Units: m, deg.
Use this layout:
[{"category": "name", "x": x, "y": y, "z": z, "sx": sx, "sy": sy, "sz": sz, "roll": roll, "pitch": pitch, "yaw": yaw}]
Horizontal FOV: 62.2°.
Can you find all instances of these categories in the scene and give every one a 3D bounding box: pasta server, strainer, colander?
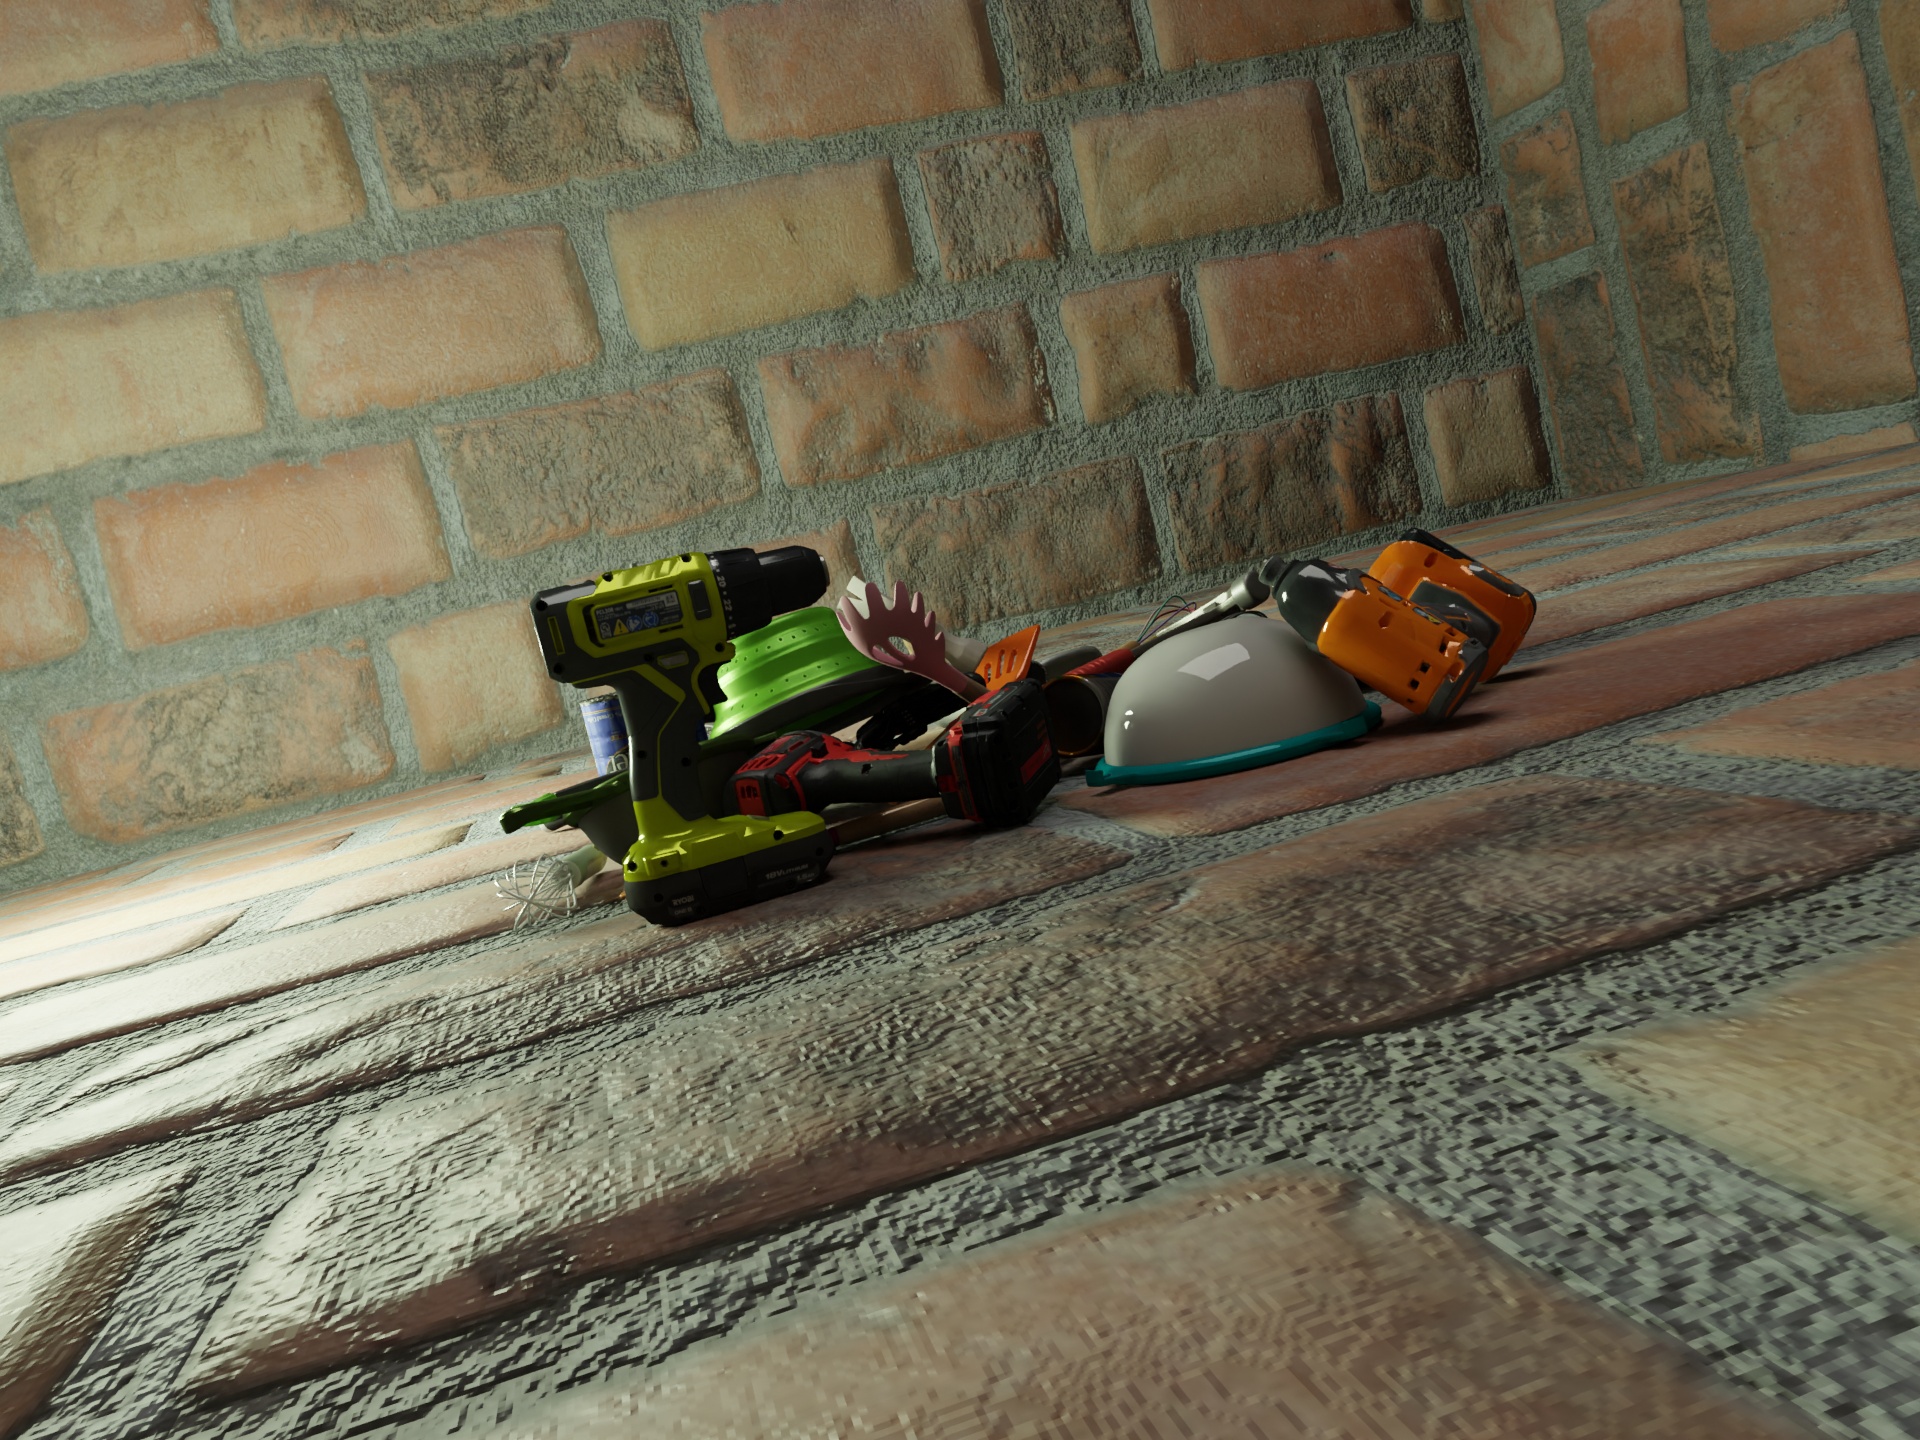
[{"category": "pasta server", "x": 0.011, "y": -0.026, "z": 1.200, "sx": 0.060, "sy": 0.040, "sz": 0.316, "roll": -25, "pitch": -29, "yaw": 22}, {"category": "strainer", "x": -0.231, "y": 0.074, "z": 1.131, "sx": 0.151, "sy": 0.069, "sz": 0.256, "roll": -27, "pitch": -5, "yaw": 22}, {"category": "colander", "x": -0.202, "y": -0.013, "z": 1.300, "sx": 0.397, "sy": 0.094, "sz": 0.204, "roll": -20, "pitch": -6, "yaw": -38}, {"category": "strainer", "x": 0.209, "y": -0.035, "z": 1.223, "sx": 0.211, "sy": 0.095, "sz": 0.340, "roll": -12, "pitch": 7, "yaw": 17}]

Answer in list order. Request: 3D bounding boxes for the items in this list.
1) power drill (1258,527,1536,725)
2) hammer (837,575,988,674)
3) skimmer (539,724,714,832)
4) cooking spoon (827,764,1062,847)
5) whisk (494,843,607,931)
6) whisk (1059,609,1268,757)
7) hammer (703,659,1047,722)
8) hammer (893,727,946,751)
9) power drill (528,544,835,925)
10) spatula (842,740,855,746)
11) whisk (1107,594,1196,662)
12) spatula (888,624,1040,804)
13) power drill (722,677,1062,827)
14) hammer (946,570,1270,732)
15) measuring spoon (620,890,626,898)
[{"category": "power drill", "x": 0.315, "y": -0.079, "z": 1.143, "sx": 0.164, "sy": 0.084, "sz": 0.226, "roll": 35, "pitch": 27, "yaw": 20}, {"category": "hammer", "x": -0.040, "y": -0.076, "z": 1.440, "sx": 0.130, "sy": 0.031, "sz": 0.331, "roll": 29, "pitch": -1, "yaw": 1}, {"category": "skimmer", "x": -0.325, "y": 0.084, "z": 1.603, "sx": 0.127, "sy": 0.090, "sz": 0.363, "roll": 22, "pitch": -33, "yaw": -39}, {"category": "cooking spoon", "x": -0.067, "y": 0.077, "z": 1.161, "sx": 0.319, "sy": 0.017, "sz": 0.069, "roll": -16, "pitch": 8, "yaw": -21}, {"category": "whisk", "x": -0.302, "y": 0.119, "z": 1.211, "sx": 0.059, "sy": 0.058, "sz": 0.246, "roll": 21, "pitch": 1, "yaw": -2}, {"category": "whisk", "x": 0.175, "y": -0.027, "z": 1.369, "sx": 0.239, "sy": 0.055, "sz": 0.055, "roll": -29, "pitch": 9, "yaw": -15}, {"category": "hammer", "x": -0.129, "y": -0.023, "z": 1.543, "sx": 0.408, "sy": 0.036, "sz": 0.149, "roll": -6, "pitch": 2, "yaw": -20}, {"category": "hammer", "x": 0.024, "y": 0.011, "z": 1.531, "sx": 0.410, "sy": 0.038, "sz": 0.146, "roll": -14, "pitch": 7, "yaw": -2}, {"category": "power drill", "x": -0.160, "y": 0.002, "z": 1.037, "sx": 0.190, "sy": 0.228, "sz": 0.080, "roll": -15, "pitch": 5, "yaw": -15}, {"category": "spatula", "x": 0.048, "y": 0.015, "z": 1.386, "sx": 0.317, "sy": 0.044, "sz": 0.082, "roll": -12, "pitch": 14, "yaw": 0}, {"category": "whisk", "x": 0.186, "y": -0.079, "z": 1.596, "sx": 0.047, "sy": 0.051, "sz": 0.245, "roll": -2, "pitch": 17, "yaw": 34}, {"category": "spatula", "x": -0.002, "y": -0.004, "z": 1.362, "sx": 0.081, "sy": 0.041, "sz": 0.323, "roll": -26, "pitch": 9, "yaw": 28}, {"category": "power drill", "x": -0.048, "y": 0.032, "z": 1.140, "sx": 0.220, "sy": 0.078, "sz": 0.143, "roll": -8, "pitch": 14, "yaw": 22}, {"category": "hammer", "x": 0.120, "y": -0.041, "z": 1.399, "sx": 0.359, "sy": 0.037, "sz": 0.149, "roll": -26, "pitch": -6, "yaw": -38}, {"category": "measuring spoon", "x": -0.213, "y": 0.115, "z": 1.198, "sx": 0.021, "sy": 0.011, "sz": 0.117, "roll": -9, "pitch": 11, "yaw": 35}]
